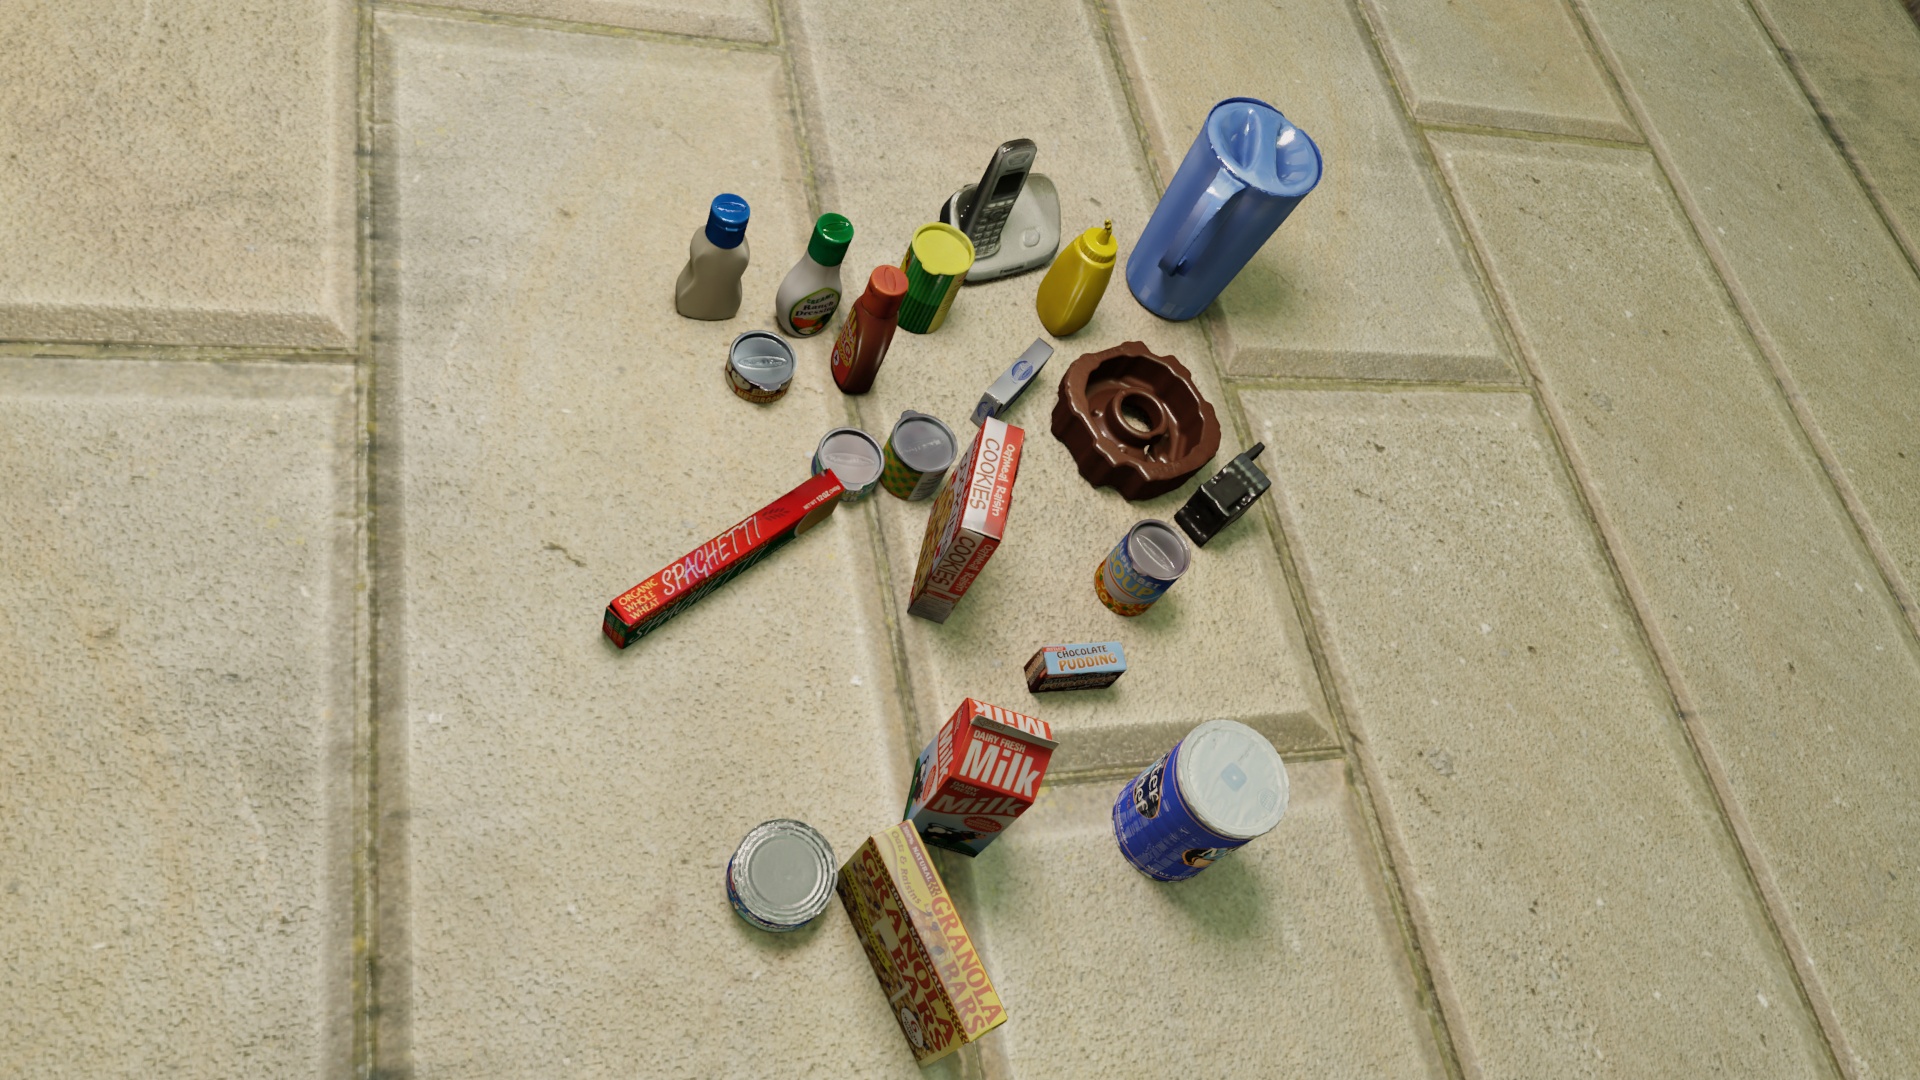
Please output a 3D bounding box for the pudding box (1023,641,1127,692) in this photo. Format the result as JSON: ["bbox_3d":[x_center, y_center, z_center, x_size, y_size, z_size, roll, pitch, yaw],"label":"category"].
[{"bbox_3d":[0.107,0.117,1.289,0.084,0.049,0.030,-1,62,-21],"label":"pudding box"}]

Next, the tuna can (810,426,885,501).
[{"bbox_3d":[-0.108,-0.070,1.327,0.071,0.032,0.071,10,58,-16],"label":"tuna can"}]

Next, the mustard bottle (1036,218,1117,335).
[{"bbox_3d":[0.130,-0.283,1.465,0.049,0.159,0.065,-14,68,-27],"label":"mustard bottle"}]

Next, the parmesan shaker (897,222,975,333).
[{"bbox_3d":[-0.034,-0.266,1.427,0.071,0.102,0.071,10,59,-16],"label":"parmesan shaker"}]

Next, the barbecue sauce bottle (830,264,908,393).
[{"bbox_3d":[-0.087,-0.207,1.344,0.044,0.147,0.065,0,62,-21],"label":"barbecue sauce bottle"}]

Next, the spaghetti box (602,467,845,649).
[{"bbox_3d":[-0.206,0.013,1.229,0.251,0.050,0.029,-35,78,-33],"label":"spaghetti box"}]

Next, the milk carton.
[{"bbox_3d":[0.015,0.188,1.127,0.072,0.189,0.074,19,56,-10],"label":"milk carton"}]

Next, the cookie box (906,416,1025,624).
[{"bbox_3d":[0.004,-0.016,1.256,0.040,0.166,0.123,19,56,-10],"label":"cookie box"}]

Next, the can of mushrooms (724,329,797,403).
[{"bbox_3d":[-0.194,-0.167,1.349,0.071,0.033,0.071,10,58,-16],"label":"can of mushrooms"}]

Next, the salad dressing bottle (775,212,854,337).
[{"bbox_3d":[-0.140,-0.258,1.354,0.064,0.147,0.044,-14,67,-27],"label":"salad dressing bottle"}]

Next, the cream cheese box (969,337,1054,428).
[{"bbox_3d":[0.053,-0.160,1.429,0.024,0.053,0.104,39,55,4],"label":"cream cheese box"}]

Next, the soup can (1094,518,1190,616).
[{"bbox_3d":[0.173,0.029,1.346,0.071,0.083,0.071,10,59,-16],"label":"soup can"}]

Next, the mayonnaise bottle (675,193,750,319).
[{"bbox_3d":[-0.231,-0.269,1.325,0.065,0.147,0.041,0,62,-21],"label":"mayonnaise bottle"}]

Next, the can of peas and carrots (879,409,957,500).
[{"bbox_3d":[-0.044,-0.082,1.342,0.071,0.058,0.071,10,59,-16],"label":"can of peas and carrots"}]

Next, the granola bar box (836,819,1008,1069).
[{"bbox_3d":[-0.034,0.313,1.075,0.039,0.123,0.166,-18,69,-29],"label":"granola bar box"}]
